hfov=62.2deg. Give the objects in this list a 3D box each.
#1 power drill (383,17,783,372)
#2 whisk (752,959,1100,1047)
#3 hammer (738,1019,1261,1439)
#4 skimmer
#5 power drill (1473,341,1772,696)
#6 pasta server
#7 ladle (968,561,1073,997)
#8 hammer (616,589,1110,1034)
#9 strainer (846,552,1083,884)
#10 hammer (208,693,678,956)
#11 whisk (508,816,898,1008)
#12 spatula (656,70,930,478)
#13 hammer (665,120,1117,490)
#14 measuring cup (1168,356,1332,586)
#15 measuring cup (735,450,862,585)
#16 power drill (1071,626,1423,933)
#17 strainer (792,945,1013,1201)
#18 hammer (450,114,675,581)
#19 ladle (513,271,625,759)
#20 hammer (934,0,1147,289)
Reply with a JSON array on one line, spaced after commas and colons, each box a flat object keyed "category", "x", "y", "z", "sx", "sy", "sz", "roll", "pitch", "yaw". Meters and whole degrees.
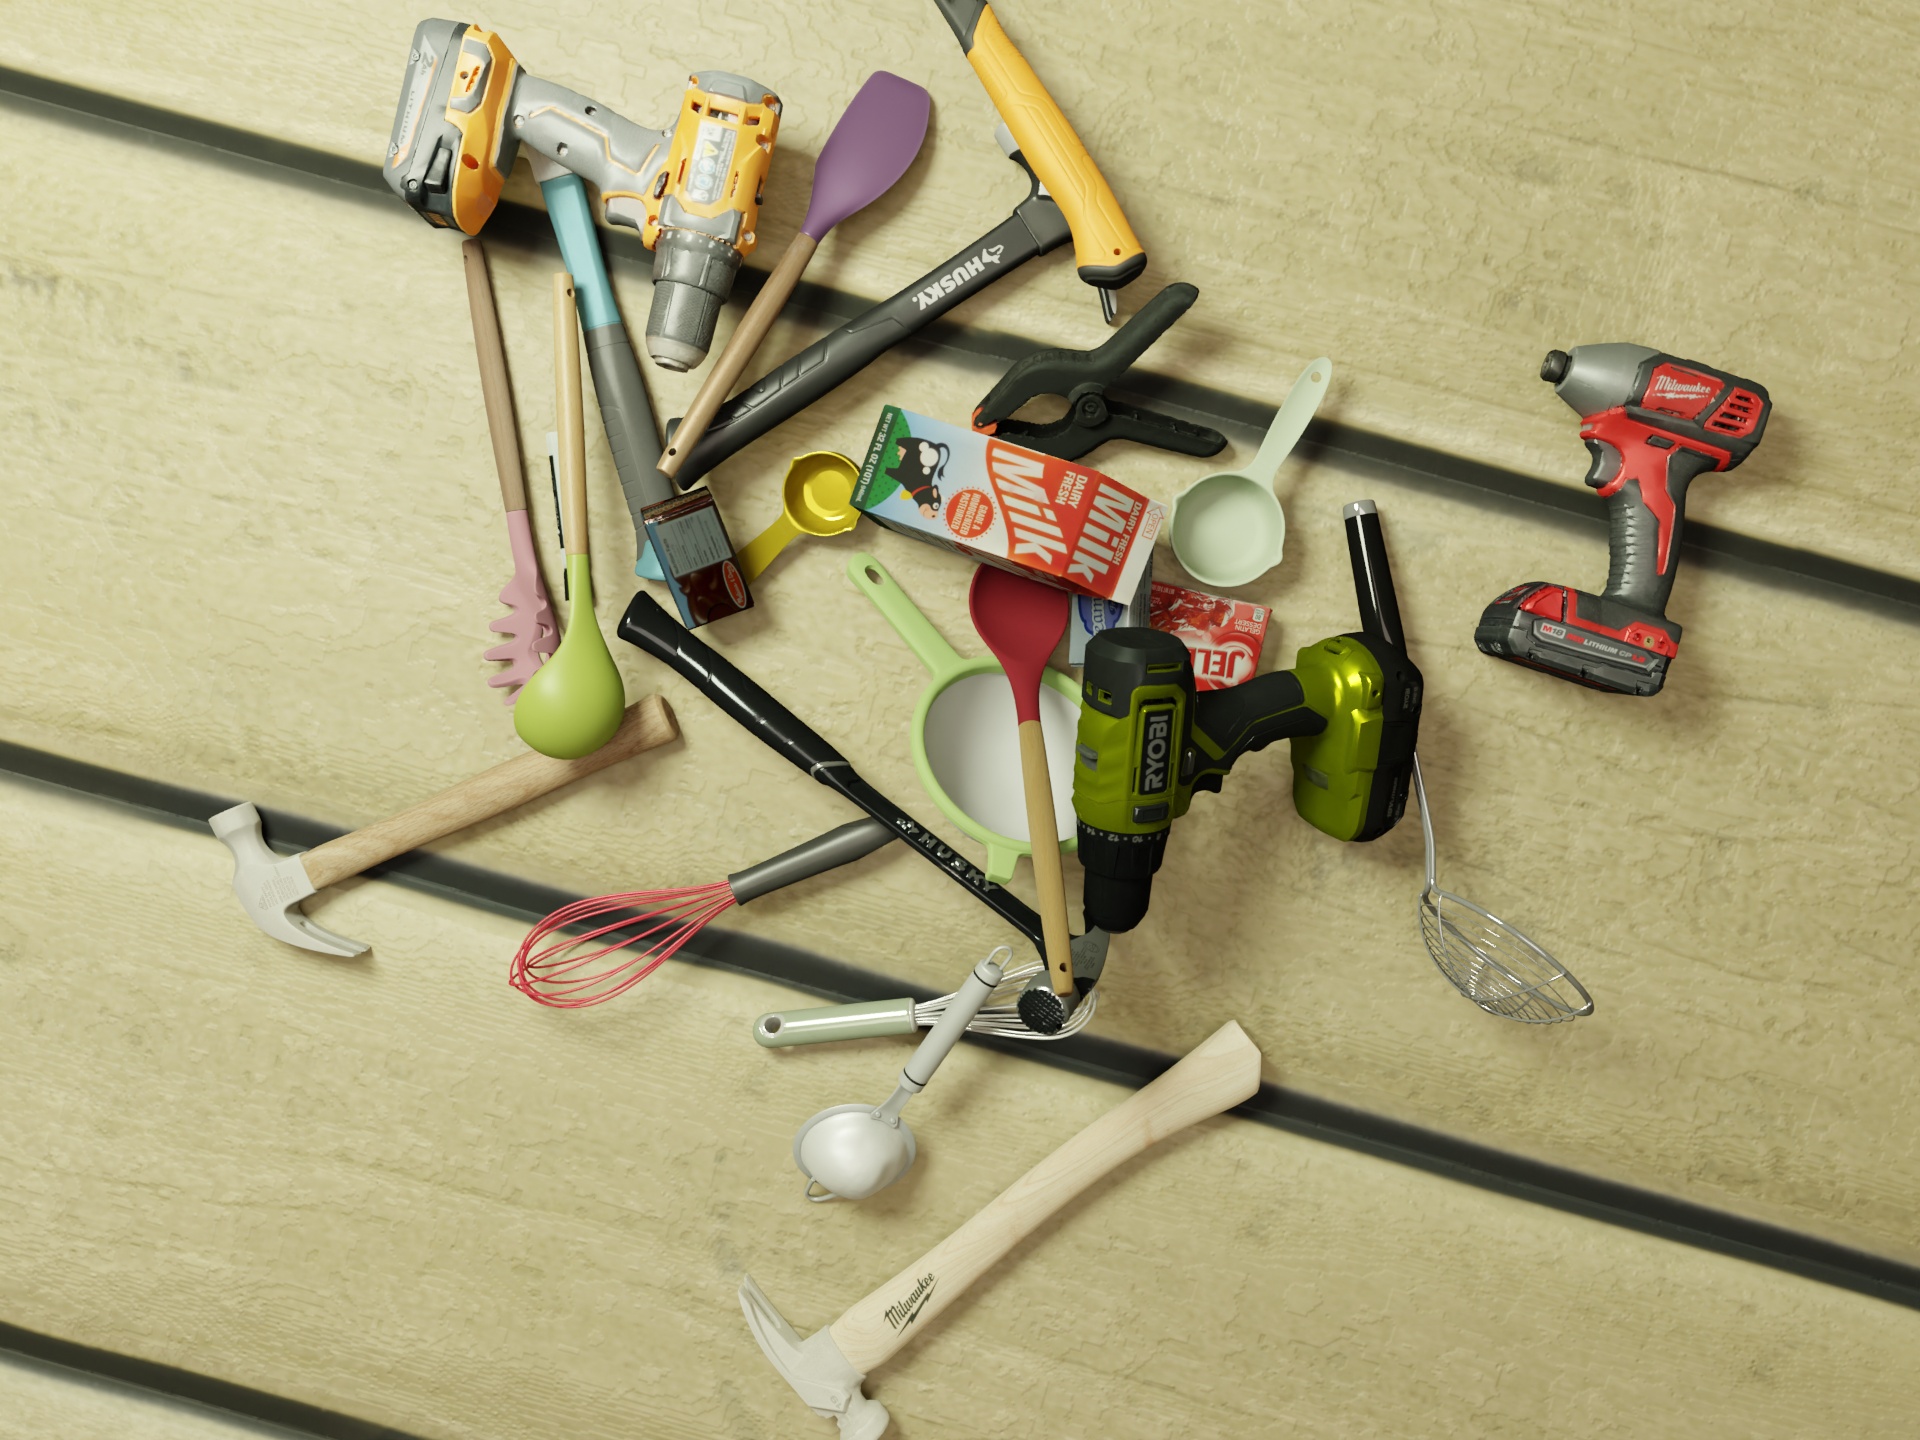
[{"category": "power drill", "x": -0.240, "y": -0.332, "z": 1.009, "sx": 0.226, "sy": 0.084, "sz": 0.185, "roll": 13, "pitch": 91, "yaw": -2}, {"category": "whisk", "x": -0.025, "y": 0.205, "z": 1.110, "sx": 0.246, "sy": 0.059, "sz": 0.058, "roll": -7, "pitch": 59, "yaw": 7}, {"category": "hammer", "x": 0.035, "y": 0.340, "z": 1.123, "sx": 0.410, "sy": 0.038, "sz": 0.146, "roll": -39, "pitch": 92, "yaw": 5}, {"category": "skimmer", "x": 0.331, "y": 0.026, "z": 1.058, "sx": 0.090, "sy": 0.127, "sz": 0.363, "roll": -11, "pitch": 84, "yaw": -4}, {"category": "power drill", "x": 0.425, "y": -0.136, "z": 1.043, "sx": 0.143, "sy": 0.078, "sz": 0.219, "roll": 18, "pitch": 93, "yaw": 0}, {"category": "pasta server", "x": -0.314, "y": -0.169, "z": 1.085, "sx": 0.060, "sy": 0.040, "sz": 0.316, "roll": -6, "pitch": 95, "yaw": 41}, {"category": "ladle", "x": 0.049, "y": 0.025, "z": 1.016, "sx": 0.069, "sy": 0.031, "sz": 0.316, "roll": 0, "pitch": 60, "yaw": -9}, {"category": "hammer", "x": -0.068, "y": 0.043, "z": 1.068, "sx": 0.409, "sy": 0.149, "sz": 0.036, "roll": 38, "pitch": 120, "yaw": 7}, {"category": "strainer", "x": -0.002, "y": -0.003, "z": 1.075, "sx": 0.151, "sy": 0.069, "sz": 0.256, "roll": -29, "pitch": 71, "yaw": -34}, {"category": "hammer", "x": -0.351, "y": 0.064, "z": 1.112, "sx": 0.331, "sy": 0.031, "sz": 0.130, "roll": -23, "pitch": 94, "yaw": 4}, {"category": "whisk", "x": -0.174, "y": 0.125, "z": 1.100, "sx": 0.296, "sy": 0.073, "sz": 0.073, "roll": -23, "pitch": 94, "yaw": -1}, {"category": "spatula", "x": -0.110, "y": -0.292, "z": 1.037, "sx": 0.060, "sy": 0.018, "sz": 0.316, "roll": 28, "pitch": 81, "yaw": 10}, {"category": "hammer", "x": -0.051, "y": -0.254, "z": 1.054, "sx": 0.335, "sy": 0.035, "sz": 0.146, "roll": -33, "pitch": 94, "yaw": -1}, {"category": "measuring cup", "x": 0.200, "y": -0.167, "z": 1.067, "sx": 0.083, "sy": 0.038, "sz": 0.167, "roll": 30, "pitch": 94, "yaw": -1}, {"category": "measuring cup", "x": -0.126, "y": -0.124, "z": 1.094, "sx": 0.156, "sy": 0.029, "sz": 0.062, "roll": -40, "pitch": 95, "yaw": 17}, {"category": "power drill", "x": 0.174, "y": 0.033, "z": 1.013, "sx": 0.228, "sy": 0.080, "sz": 0.190, "roll": -6, "pitch": 110, "yaw": -25}, {"category": "strainer", "x": -0.038, "y": 0.251, "z": 1.084, "sx": 0.086, "sy": 0.050, "sz": 0.258, "roll": 28, "pitch": 108, "yaw": -18}, {"category": "hammer", "x": -0.240, "y": -0.252, "z": 1.077, "sx": 0.128, "sy": 0.033, "sz": 0.331, "roll": -14, "pitch": 95, "yaw": 5}, {"category": "ladle", "x": -0.263, "y": -0.134, "z": 1.053, "sx": 0.062, "sy": 0.078, "sz": 0.320, "roll": -4, "pitch": 88, "yaw": 40}, {"category": "hammer", "x": 0.030, "y": -0.428, "z": 1.021, "sx": 0.127, "sy": 0.034, "sz": 0.337, "roll": -30, "pitch": 85, "yaw": 2}]
